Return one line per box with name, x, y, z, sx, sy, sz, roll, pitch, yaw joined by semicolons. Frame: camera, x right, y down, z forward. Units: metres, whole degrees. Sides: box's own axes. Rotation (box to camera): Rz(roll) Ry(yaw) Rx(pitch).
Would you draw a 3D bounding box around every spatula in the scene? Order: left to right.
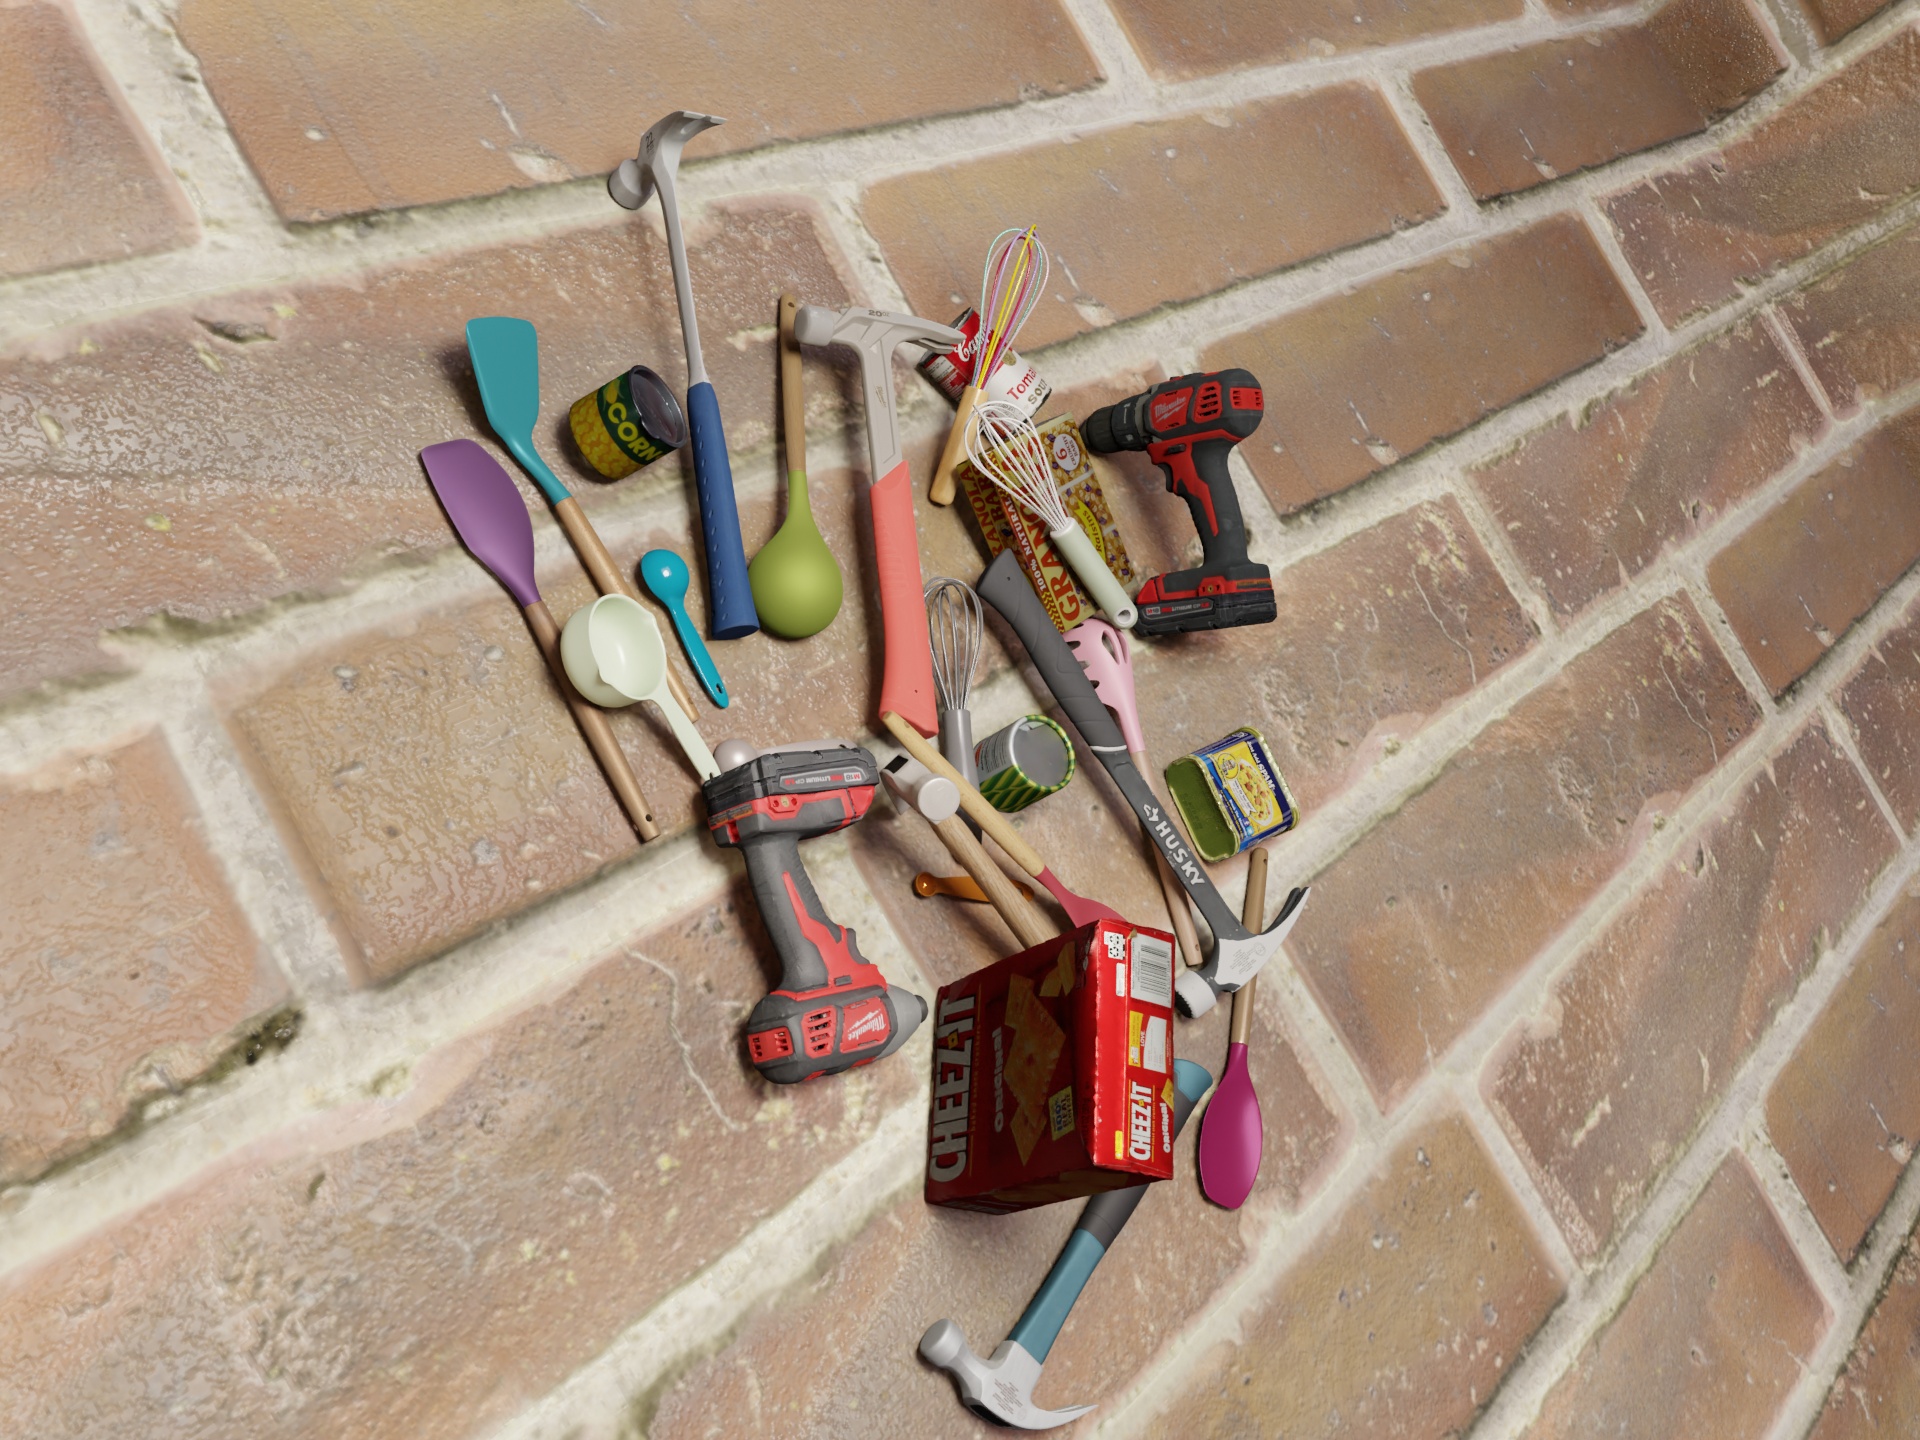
spatula;-0.284;-0.058;1.108;0.060;0.018;0.316;-24;84;-43
spatula;-0.265;-0.140;1.140;0.317;0.044;0.082;60;23;-1

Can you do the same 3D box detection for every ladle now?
ladle;-0.137;-0.210;1.272;0.078;0.062;0.320;9;58;-26
ladle;0.045;0.099;1.227;0.315;0.031;0.069;46;26;-25

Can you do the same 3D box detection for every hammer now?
hammer;-0.198;-0.263;1.203;0.035;0.144;0.406;-4;79;-36
hammer;-0.045;-0.160;1.265;0.149;0.036;0.359;2;73;-31
hammer;0.047;0.151;1.195;0.031;0.130;0.331;-41;112;-9
hammer;0.102;0.376;1.182;0.128;0.033;0.331;48;51;-8
hammer;0.138;0.037;1.316;0.149;0.036;0.409;-33;92;-17

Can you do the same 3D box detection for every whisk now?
whisk;-0.002;-0.004;1.270;0.055;0.055;0.239;6;72;-33
whisk;0.020;-0.301;1.341;0.051;0.047;0.245;17;95;-25
whisk;0.080;-0.166;1.320;0.246;0.058;0.059;51;6;-29

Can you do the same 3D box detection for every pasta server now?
pasta server;0.154;0.056;1.366;0.060;0.040;0.316;-8;79;-37

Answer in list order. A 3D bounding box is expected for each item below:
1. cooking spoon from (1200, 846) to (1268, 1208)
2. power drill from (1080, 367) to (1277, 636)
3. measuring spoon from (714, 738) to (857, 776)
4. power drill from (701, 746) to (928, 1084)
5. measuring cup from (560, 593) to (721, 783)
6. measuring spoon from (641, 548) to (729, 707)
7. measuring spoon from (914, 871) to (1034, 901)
cooking spoon;0.238;0.251;1.343;0.068;0.017;0.319;30;56;-27
power drill;0.192;-0.192;1.427;0.080;0.188;0.226;-9;94;-43
measuring spoon;-0.125;0.024;1.184;0.124;0.018;0.034;-6;74;-38
power drill;-0.096;0.135;1.117;0.143;0.078;0.220;-3;76;-45
measuring cup;-0.221;-0.011;1.116;0.167;0.038;0.083;60;30;-25
measuring spoon;-0.194;-0.070;1.168;0.128;0.021;0.042;64;26;1
measuring spoon;0.011;0.132;1.241;0.116;0.011;0.021;9;66;-36
